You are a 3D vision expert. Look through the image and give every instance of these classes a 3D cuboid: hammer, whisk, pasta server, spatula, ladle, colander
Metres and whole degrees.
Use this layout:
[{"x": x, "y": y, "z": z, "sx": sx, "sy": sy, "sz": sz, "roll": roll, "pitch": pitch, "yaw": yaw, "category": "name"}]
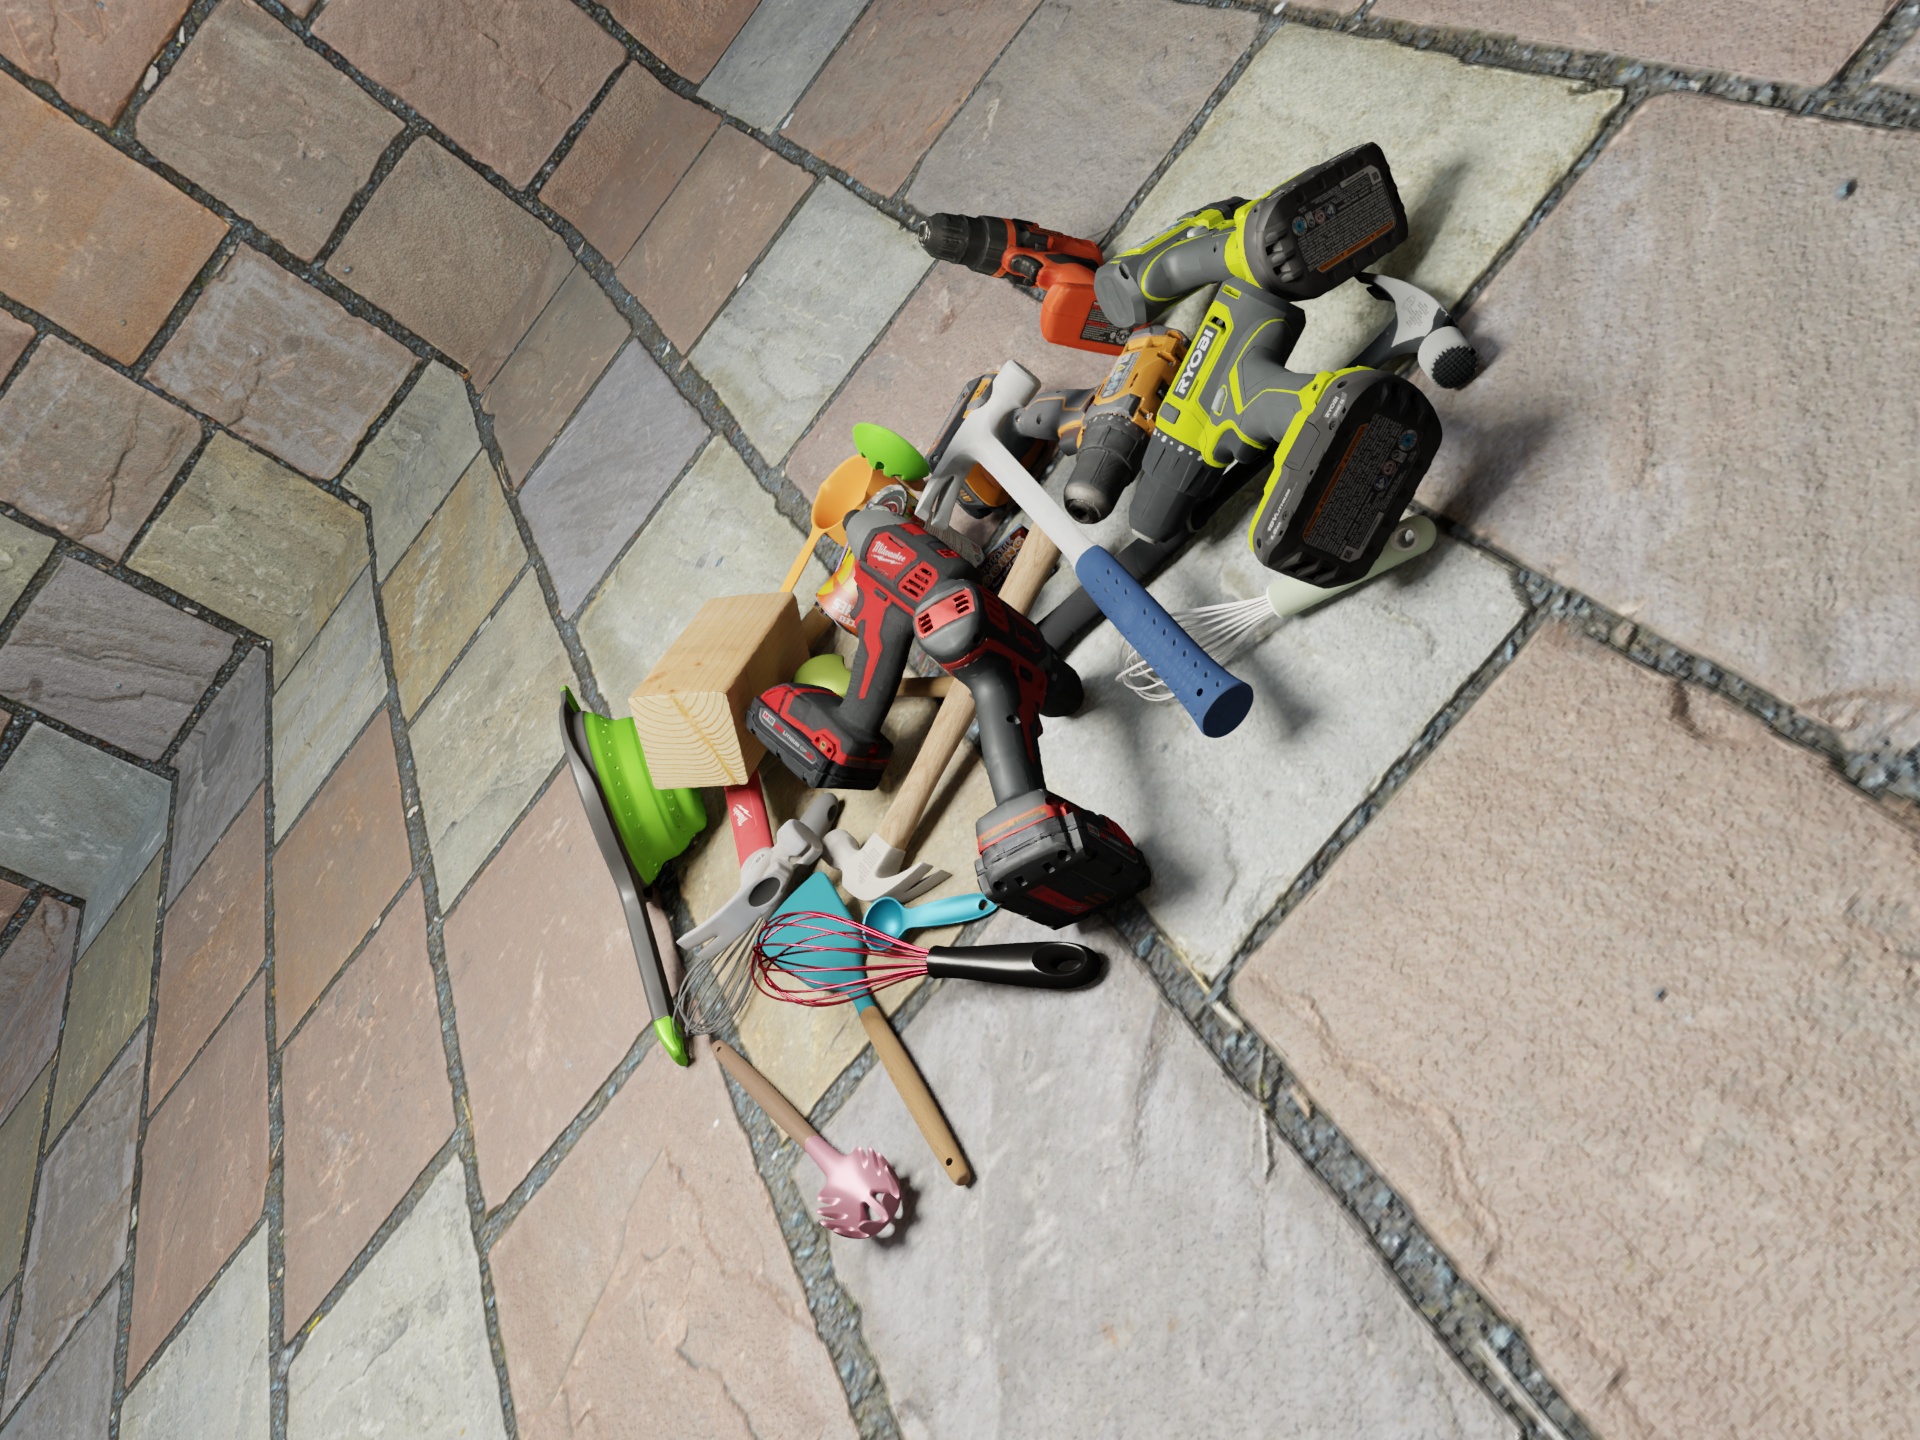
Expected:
[{"x": 0.084, "y": -0.116, "z": 1.145, "sx": 0.144, "sy": 0.035, "sz": 0.406, "roll": -52, "pitch": 41, "yaw": 17, "category": "hammer"}, {"x": 0.187, "y": -0.170, "z": 1.180, "sx": 0.409, "sy": 0.036, "sz": 0.149, "roll": -40, "pitch": 36, "yaw": 23, "category": "hammer"}, {"x": -0.210, "y": 0.059, "z": 1.444, "sx": 0.143, "sy": 0.038, "sz": 0.387, "roll": -45, "pitch": 29, "yaw": 11, "category": "hammer"}, {"x": -0.170, "y": 0.163, "z": 1.344, "sx": 0.055, "sy": 0.055, "sz": 0.239, "roll": 15, "pitch": 71, "yaw": 55, "category": "whisk"}, {"x": -0.125, "y": 0.299, "z": 1.183, "sx": 0.060, "sy": 0.040, "sz": 0.316, "roll": -49, "pitch": 31, "yaw": -11, "category": "pasta server"}, {"x": -0.066, "y": 0.227, "z": 1.162, "sx": 0.082, "sy": 0.044, "sz": 0.318, "roll": -47, "pitch": 36, "yaw": 4, "category": "spatula"}, {"x": -0.121, "y": -0.122, "z": 1.512, "sx": 0.051, "sy": 0.047, "sz": 0.245, "roll": 43, "pitch": 106, "yaw": 17, "category": "whisk"}, {"x": -0.002, "y": -0.004, "z": 1.243, "sx": 0.130, "sy": 0.031, "sz": 0.331, "roll": 36, "pitch": 101, "yaw": 51, "category": "hammer"}, {"x": -0.035, "y": -0.023, "z": 1.341, "sx": 0.320, "sy": 0.062, "sz": 0.078, "roll": 0, "pitch": 66, "yaw": 44, "category": "ladle"}, {"x": -0.271, "y": 0.126, "z": 1.456, "sx": 0.094, "sy": 0.204, "sz": 0.398, "roll": -20, "pitch": 56, "yaw": -6, "category": "colander"}, {"x": 0.207, "y": -0.077, "z": 1.073, "sx": 0.246, "sy": 0.059, "sz": 0.058, "roll": -26, "pitch": 82, "yaw": 32, "category": "whisk"}, {"x": -0.034, "y": 0.169, "z": 1.123, "sx": 0.296, "sy": 0.073, "sz": 0.073, "roll": -4, "pitch": 59, "yaw": 33, "category": "whisk"}]

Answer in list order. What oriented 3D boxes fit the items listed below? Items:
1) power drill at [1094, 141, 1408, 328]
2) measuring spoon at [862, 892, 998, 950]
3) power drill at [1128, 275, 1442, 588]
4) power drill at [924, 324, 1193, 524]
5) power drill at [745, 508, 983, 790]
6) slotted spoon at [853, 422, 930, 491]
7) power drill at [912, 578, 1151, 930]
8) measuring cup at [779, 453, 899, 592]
[{"x": 0.226, "y": -0.370, "z": 1.219, "sx": 0.171, "sy": 0.080, "sz": 0.223, "roll": -35, "pitch": 21, "yaw": -19, "category": "power drill"}, {"x": -0.019, "y": 0.149, "z": 1.197, "sx": 0.128, "sy": 0.021, "sz": 0.042, "roll": -15, "pitch": 62, "yaw": 33, "category": "measuring spoon"}, {"x": 0.199, "y": -0.178, "z": 1.059, "sx": 0.190, "sy": 0.080, "sz": 0.229, "roll": -64, "pitch": 29, "yaw": 18, "category": "power drill"}, {"x": 0.075, "y": -0.226, "z": 1.313, "sx": 0.226, "sy": 0.084, "sz": 0.185, "roll": -4, "pitch": 51, "yaw": 46, "category": "power drill"}, {"x": -0.082, "y": -0.063, "z": 1.302, "sx": 0.143, "sy": 0.078, "sz": 0.219, "roll": 39, "pitch": 110, "yaw": 34, "category": "power drill"}, {"x": -0.049, "y": -0.217, "z": 1.377, "sx": 0.031, "sy": 0.070, "sz": 0.314, "roll": -60, "pitch": -1, "yaw": 5, "category": "slotted spoon"}, {"x": 0.055, "y": 0.024, "z": 1.095, "sx": 0.080, "sy": 0.187, "sz": 0.227, "roll": -28, "pitch": 60, "yaw": 20, "category": "power drill"}, {"x": -0.119, "y": -0.174, "z": 1.552, "sx": 0.173, "sy": 0.052, "sz": 0.095, "roll": -60, "pitch": 34, "yaw": -2, "category": "measuring cup"}]
